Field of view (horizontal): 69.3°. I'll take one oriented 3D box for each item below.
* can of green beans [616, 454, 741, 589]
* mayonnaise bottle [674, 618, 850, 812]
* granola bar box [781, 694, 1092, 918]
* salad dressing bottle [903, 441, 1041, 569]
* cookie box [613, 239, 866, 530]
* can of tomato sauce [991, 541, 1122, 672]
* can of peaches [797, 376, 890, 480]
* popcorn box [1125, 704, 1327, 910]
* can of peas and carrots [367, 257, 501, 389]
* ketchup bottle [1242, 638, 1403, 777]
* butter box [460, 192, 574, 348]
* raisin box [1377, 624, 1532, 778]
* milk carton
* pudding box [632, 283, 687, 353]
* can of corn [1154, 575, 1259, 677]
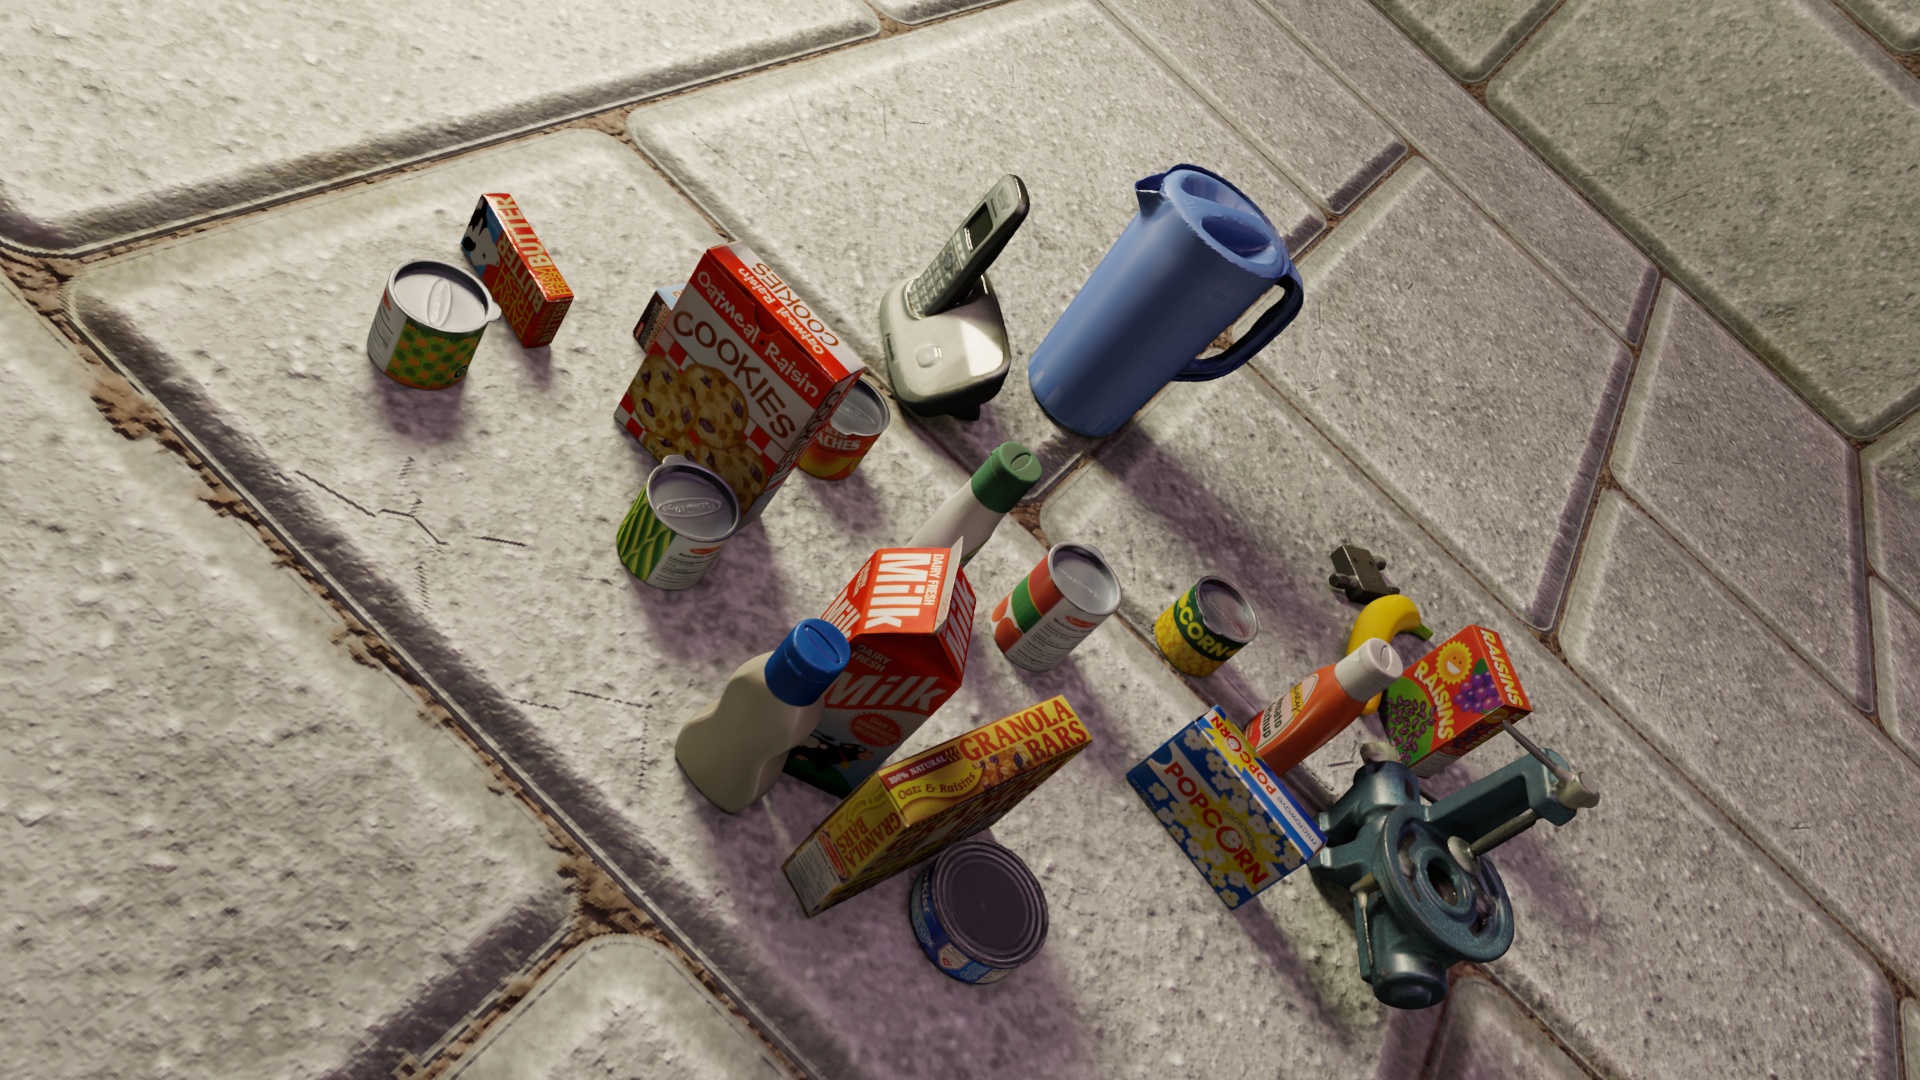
[{"bbox_3d":[-0.187,-0.010,0.918,0.071,0.057,0.071,22,43,-22],"label":"can of green beans"},{"bbox_3d":[-0.113,0.099,0.807,0.065,0.147,0.041,47,39,7],"label":"mayonnaise bottle"},{"bbox_3d":[-0.013,0.160,0.851,0.166,0.123,0.039,-15,65,-46],"label":"granola bar box"},{"bbox_3d":[0.004,-0.013,1.005,0.044,0.147,0.064,46,39,5],"label":"salad dressing bottle"},{"bbox_3d":[-0.154,-0.101,0.943,0.123,0.166,0.040,45,39,4],"label":"cookie box"},{"bbox_3d":[0.072,0.050,1.053,0.071,0.082,0.071,22,43,-22],"label":"can of tomato sauce"},{"bbox_3d":[-0.097,-0.087,1.062,0.071,0.057,0.071,22,43,-22],"label":"can of peaches"},{"bbox_3d":[0.194,0.196,1.017,0.127,0.084,0.038,52,40,12],"label":"popcorn box"},{"bbox_3d":[-0.345,-0.141,0.910,0.071,0.058,0.071,22,43,-22],"label":"can of peas and carrots"},{"bbox_3d":[0.286,0.132,1.100,0.043,0.148,0.065,35,40,-8],"label":"ketchup bottle"},{"bbox_3d":[-0.315,-0.192,0.985,0.024,0.053,0.103,-17,66,-46],"label":"butter box"},{"bbox_3d":[0.433,0.143,1.228,0.040,0.122,0.086,17,45,-27],"label":"raisin box"},{"bbox_3d":[-0.051,0.074,0.847,0.073,0.189,0.073,28,41,-16],"label":"milk carton"},{"bbox_3d":[-0.203,-0.172,1.060,0.030,0.049,0.084,51,40,11],"label":"pudding box"},{"bbox_3d":[0.204,0.073,1.158,0.071,0.058,0.071,22,43,-22],"label":"can of corn"}]
